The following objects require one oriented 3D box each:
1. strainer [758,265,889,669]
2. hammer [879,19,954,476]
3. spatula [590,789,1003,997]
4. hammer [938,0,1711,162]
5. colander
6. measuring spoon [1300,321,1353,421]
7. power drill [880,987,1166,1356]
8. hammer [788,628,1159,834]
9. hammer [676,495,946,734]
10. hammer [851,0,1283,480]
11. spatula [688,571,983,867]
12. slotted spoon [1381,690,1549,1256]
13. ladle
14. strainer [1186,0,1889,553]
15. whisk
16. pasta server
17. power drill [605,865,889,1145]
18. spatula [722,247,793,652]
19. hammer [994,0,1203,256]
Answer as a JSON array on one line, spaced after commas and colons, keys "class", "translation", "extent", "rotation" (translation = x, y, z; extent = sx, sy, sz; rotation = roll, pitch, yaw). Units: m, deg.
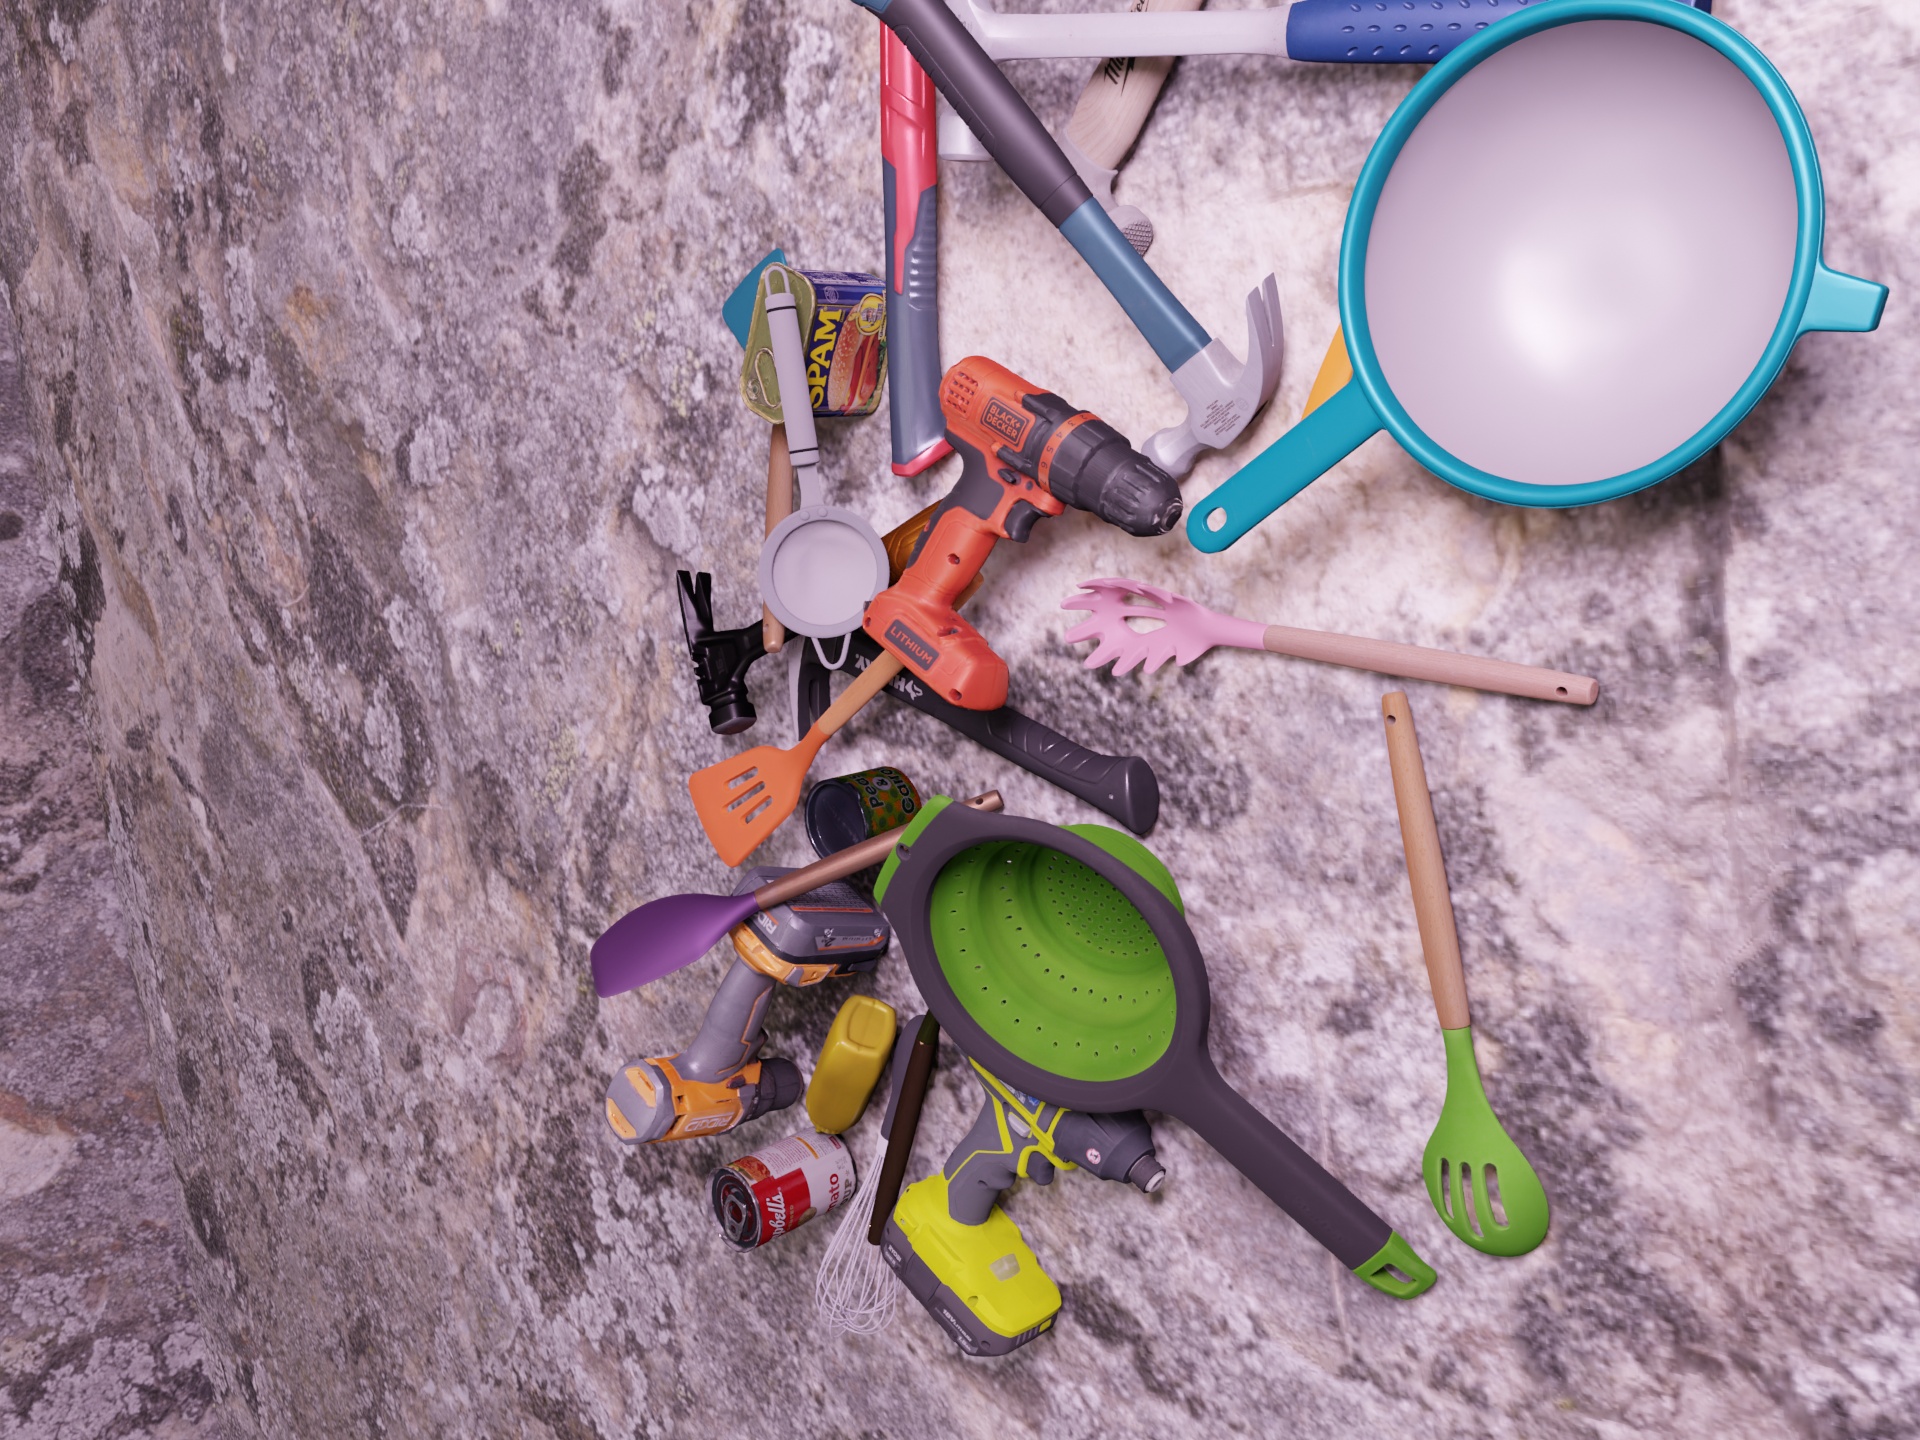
[{"class": "strainer", "translation": [-0.098, -0.163, 1.032], "extent": [0.087, 0.050, 0.258], "rotation": [-7, 99, 6]}, {"class": "hammer", "translation": [-0.047, -0.350, 1.011], "extent": [0.143, 0.038, 0.386], "rotation": [4, 108, 12]}, {"class": "spatula", "translation": [-0.117, 0.112, 1.098], "extent": [0.316, 0.018, 0.060], "rotation": [-23, 58, 8]}, {"class": "hammer", "translation": [0.157, -0.352, 0.798], "extent": [0.406, 0.035, 0.144], "rotation": [15, 113, 33]}, {"class": "colander", "translation": [0.132, 0.183, 0.962], "extent": [0.397, 0.094, 0.204], "rotation": [41, 131, 10]}, {"class": "measuring spoon", "translation": [0.200, -0.189, 0.852], "extent": [0.021, 0.011, 0.116], "rotation": [35, 122, 35]}, {"class": "power drill", "translation": [0.040, 0.314, 1.079], "extent": [0.171, 0.080, 0.223], "rotation": [40, 121, 33]}, {"class": "hammer", "translation": [-0.002, -0.003, 1.079], "extent": [0.335, 0.035, 0.146], "rotation": [28, 117, 38]}, {"class": "hammer", "translation": [-0.066, -0.106, 1.080], "extent": [0.337, 0.034, 0.127], "rotation": [-25, 74, 34]}, {"class": "hammer", "translation": [0.053, -0.286, 0.866], "extent": [0.331, 0.033, 0.128], "rotation": [49, 140, -7]}, {"class": "spatula", "translation": [-0.088, -0.007, 1.109], "extent": [0.322, 0.041, 0.081], "rotation": [-43, 68, 39]}, {"class": "slotted spoon", "translation": [0.260, 0.139, 0.856], "extent": [0.070, 0.031, 0.314], "rotation": [-10, 90, 46]}, {"class": "ladle", "translation": [-0.041, 0.241, 1.111], "extent": [0.078, 0.062, 0.320], "rotation": [-95, 17, -65]}, {"class": "strainer", "translation": [0.246, -0.175, 0.751], "extent": [0.340, 0.095, 0.211], "rotation": [-38, 72, 45]}, {"class": "whisk", "translation": [-0.058, 0.346, 1.202], "extent": [0.070, 0.070, 0.284], "rotation": [28, 113, 38]}, {"class": "pasta server", "translation": [0.190, -0.039, 0.878], "extent": [0.316, 0.040, 0.060], "rotation": [14, 120, 41]}, {"class": "power drill", "translation": [-0.146, 0.222, 1.203], "extent": [0.084, 0.185, 0.226], "rotation": [42, 107, 31]}, {"class": "spatula", "translation": [-0.136, -0.187, 1.116], "extent": [0.082, 0.044, 0.318], "rotation": [-32, 49, 41]}, {"class": "hammer", "translation": [0.138, -0.452, 0.839], "extent": [0.146, 0.038, 0.410], "rotation": [52, 130, 25]}]
